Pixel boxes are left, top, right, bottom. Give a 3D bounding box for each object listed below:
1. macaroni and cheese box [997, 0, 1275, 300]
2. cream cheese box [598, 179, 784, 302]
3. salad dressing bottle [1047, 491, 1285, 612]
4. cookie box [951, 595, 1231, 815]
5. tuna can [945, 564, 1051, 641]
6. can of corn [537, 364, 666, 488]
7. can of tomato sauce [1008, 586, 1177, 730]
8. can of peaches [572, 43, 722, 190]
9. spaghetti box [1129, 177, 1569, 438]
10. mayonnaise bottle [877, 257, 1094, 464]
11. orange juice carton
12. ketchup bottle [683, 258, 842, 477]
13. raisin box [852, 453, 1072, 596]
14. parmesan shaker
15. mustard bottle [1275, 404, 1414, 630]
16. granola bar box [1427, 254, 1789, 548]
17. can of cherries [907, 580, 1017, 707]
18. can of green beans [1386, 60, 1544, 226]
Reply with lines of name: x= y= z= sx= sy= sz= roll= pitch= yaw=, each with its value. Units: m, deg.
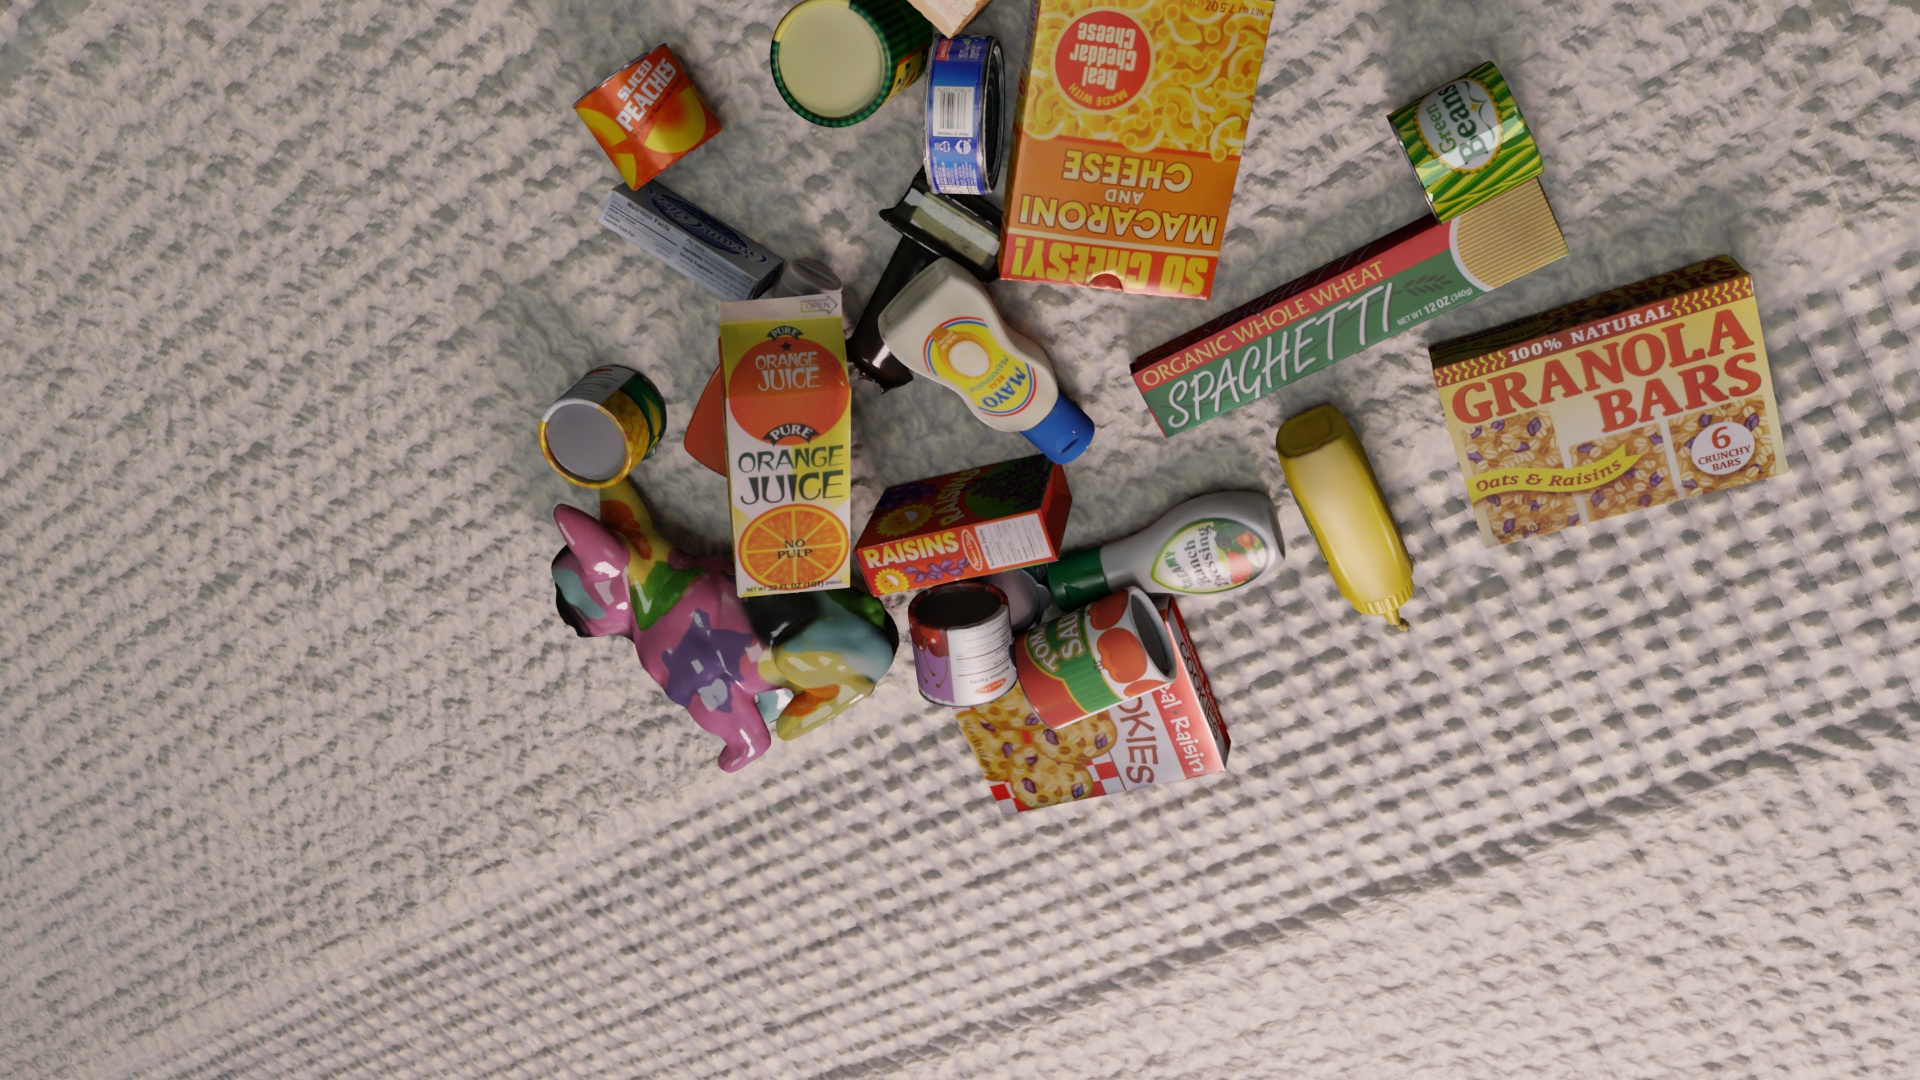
macaroni and cheese box: x=0.091 y=-0.221 z=0.763 sx=0.124 sy=0.040 sz=0.165 roll=5 pitch=119 yaw=-5
cream cheese box: x=-0.163 y=-0.182 z=0.846 sx=0.104 sy=0.053 sz=0.024 roll=31 pitch=118 yaw=-5
salad dressing bottle: x=0.130 y=0.011 z=0.888 sx=0.147 sy=0.044 sz=0.064 roll=-16 pitch=115 yaw=20
cookie box: x=0.086 y=0.115 z=0.954 sx=0.167 sy=0.040 sz=0.122 roll=-16 pitch=112 yaw=20
tuna can: x=0.028 y=0.033 z=0.928 sx=0.071 sy=0.033 sz=0.070 roll=5 pitch=118 yaw=10
can of corn: x=-0.234 y=-0.073 z=0.915 sx=0.071 sy=0.058 sz=0.070 roll=5 pitch=118 yaw=10
can of tomato sauce: x=0.083 y=0.072 z=0.871 sx=0.083 sy=0.071 sz=0.071 roll=-25 pitch=109 yaw=21
can of peaches: x=-0.180 y=-0.246 z=0.807 sx=0.071 sy=0.071 sz=0.058 roll=-26 pitch=110 yaw=23
spaghetti box: x=0.218 y=-0.133 z=0.803 sx=0.249 sy=0.029 sz=0.050 roll=-25 pitch=109 yaw=22
mayonnaise bottle: x=0.022 y=-0.101 z=0.831 sx=0.064 sy=0.041 sz=0.148 roll=-41 pitch=122 yaw=17
orange juice carton: x=-0.106 y=-0.062 z=0.841 sx=0.072 sy=0.073 sz=0.191 roll=-5 pitch=129 yaw=-11
ketchup bottle: x=-0.121 y=-0.107 z=0.881 sx=0.065 sy=0.044 sz=0.148 roll=28 pitch=119 yaw=-7
raisin box: x=0.003 y=-0.011 z=0.880 sx=0.123 sy=0.086 sz=0.040 roll=-12 pitch=116 yaw=18
parmesan shaker: x=-0.059 y=-0.264 z=0.751 sx=0.071 sy=0.103 sz=0.071 roll=5 pitch=118 yaw=10
mustard bottle: x=0.241 y=-0.003 z=0.846 sx=0.049 sy=0.065 sz=0.159 roll=-23 pitch=114 yaw=18
granola bar box: x=0.367 y=-0.076 z=0.794 sx=0.165 sy=0.039 sz=0.123 roll=-16 pitch=113 yaw=20
can of cherries: x=0.000 y=0.065 z=0.894 sx=0.071 sy=0.072 sz=0.058 roll=-1 pitch=117 yaw=13
can of green beans: x=0.265 y=-0.209 z=0.731 sx=0.057 sy=0.071 sz=0.071 roll=-26 pitch=109 yaw=23
